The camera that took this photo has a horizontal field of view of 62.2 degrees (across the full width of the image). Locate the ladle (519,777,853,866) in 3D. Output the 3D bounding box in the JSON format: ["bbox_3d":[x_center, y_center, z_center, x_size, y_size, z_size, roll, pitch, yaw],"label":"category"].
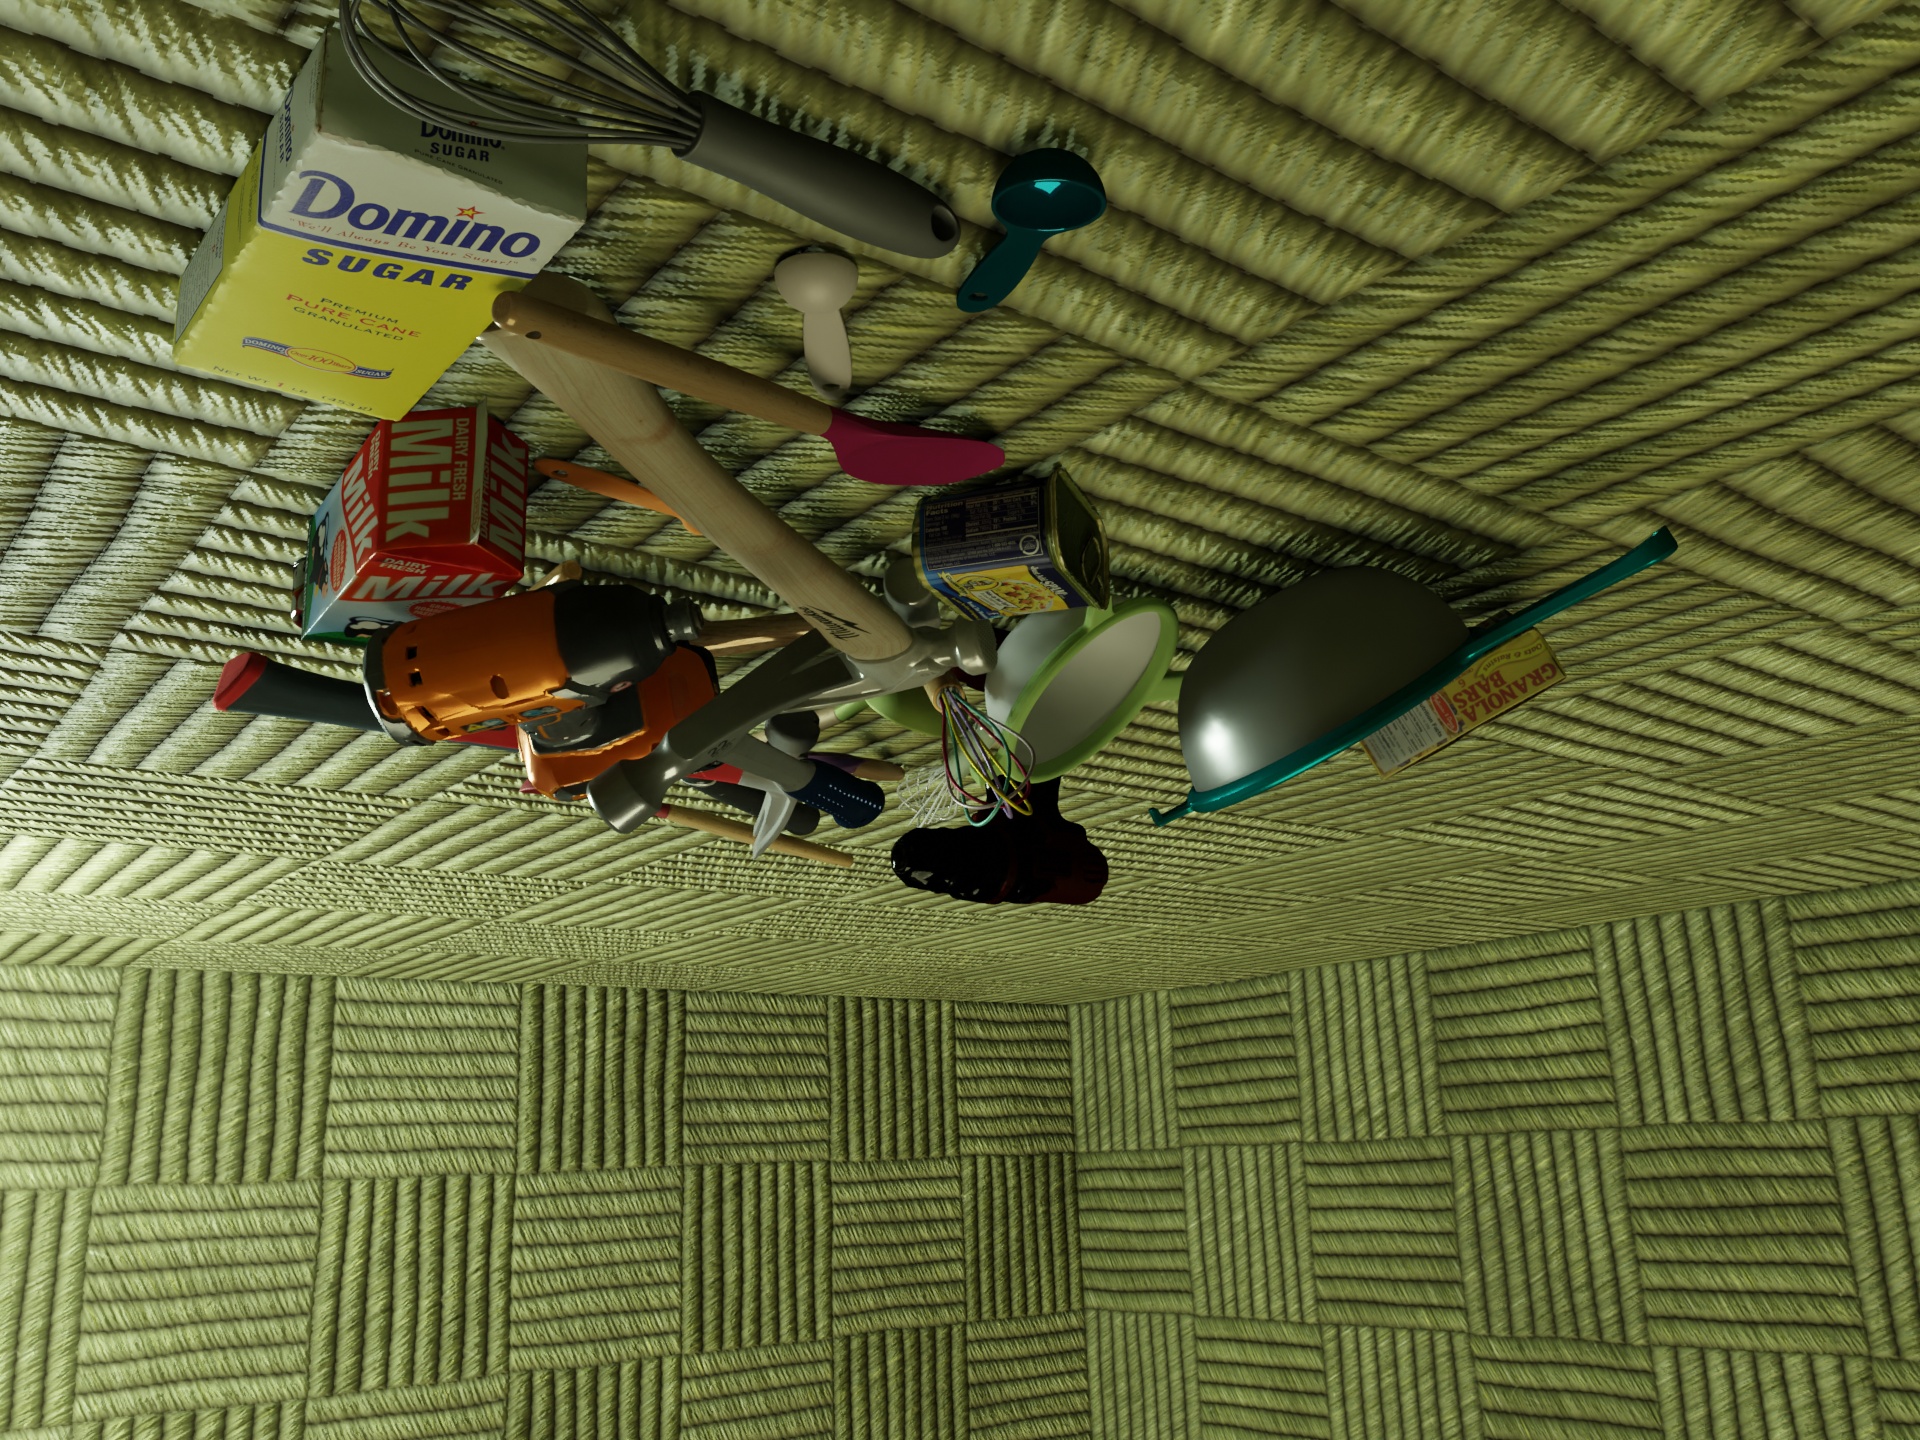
[{"bbox_3d":[-0.242,0.090,1.449,0.315,0.031,0.069,17,167,-22],"label":"ladle"}]

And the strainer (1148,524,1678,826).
[{"bbox_3d":[0.249,-0.059,0.945,0.211,0.095,0.340,-31,179,-44],"label":"strainer"}]

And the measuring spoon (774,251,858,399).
[{"bbox_3d":[-0.059,-0.163,0.688,0.034,0.018,0.124,-2,165,-1],"label":"measuring spoon"}]

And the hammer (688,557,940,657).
[{"bbox_3d":[-0.178,-0.049,1.010,0.331,0.031,0.130,-7,165,-1],"label":"hammer"}]

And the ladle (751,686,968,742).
[{"bbox_3d":[-0.106,0.011,1.236,0.078,0.062,0.320,8,164,-36],"label":"ladle"}]

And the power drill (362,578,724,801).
[{"bbox_3d":[-0.198,-0.018,0.867,0.164,0.084,0.226,-13,168,5],"label":"power drill"}]

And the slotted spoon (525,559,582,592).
[{"bbox_3d":[-0.315,-0.046,1.056,0.070,0.031,0.314,8,159,-34],"label":"slotted spoon"}]

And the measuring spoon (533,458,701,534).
[{"bbox_3d":[-0.177,-0.117,0.846,0.021,0.011,0.116,-15,160,38],"label":"measuring spoon"}]

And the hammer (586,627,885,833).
[{"bbox_3d":[-0.099,0.031,0.994,0.144,0.035,0.405,-36,169,2],"label":"hammer"}]

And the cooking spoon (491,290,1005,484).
[{"bbox_3d":[-0.078,-0.139,0.703,0.069,0.017,0.318,-14,170,32],"label":"cooking spoon"}]

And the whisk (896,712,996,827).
[{"bbox_3d":[-0.005,0.043,1.384,0.059,0.058,0.246,28,154,-6],"label":"whisk"}]

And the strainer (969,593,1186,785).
[{"bbox_3d":[0.097,-0.038,1.077,0.256,0.069,0.151,-4,133,-55],"label":"strainer"}]

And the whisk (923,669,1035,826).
[{"bbox_3d":[0.000,-0.002,0.982,0.047,0.051,0.245,10,-159,-18],"label":"whisk"}]

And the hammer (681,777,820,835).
[{"bbox_3d":[-0.232,0.042,1.313,0.149,0.036,0.408,-1,164,25],"label":"hammer"}]

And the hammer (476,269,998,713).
[{"bbox_3d":[-0.119,-0.096,0.813,0.146,0.038,0.410,-12,156,18],"label":"hammer"}]

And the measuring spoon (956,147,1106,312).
[{"bbox_3d":[0.020,-0.190,0.619,0.042,0.021,0.128,3,173,-15],"label":"measuring spoon"}]

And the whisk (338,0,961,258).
[{"bbox_3d":[-0.089,-0.194,0.527,0.238,0.055,0.055,8,162,-43],"label":"whisk"}]

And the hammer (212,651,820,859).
[{"bbox_3d":[-0.300,0.018,1.088,0.386,0.038,0.143,9,136,-16],"label":"hammer"}]

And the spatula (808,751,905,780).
[{"bbox_3d":[-0.082,0.037,1.296,0.060,0.018,0.316,0,176,10],"label":"spatula"}]
